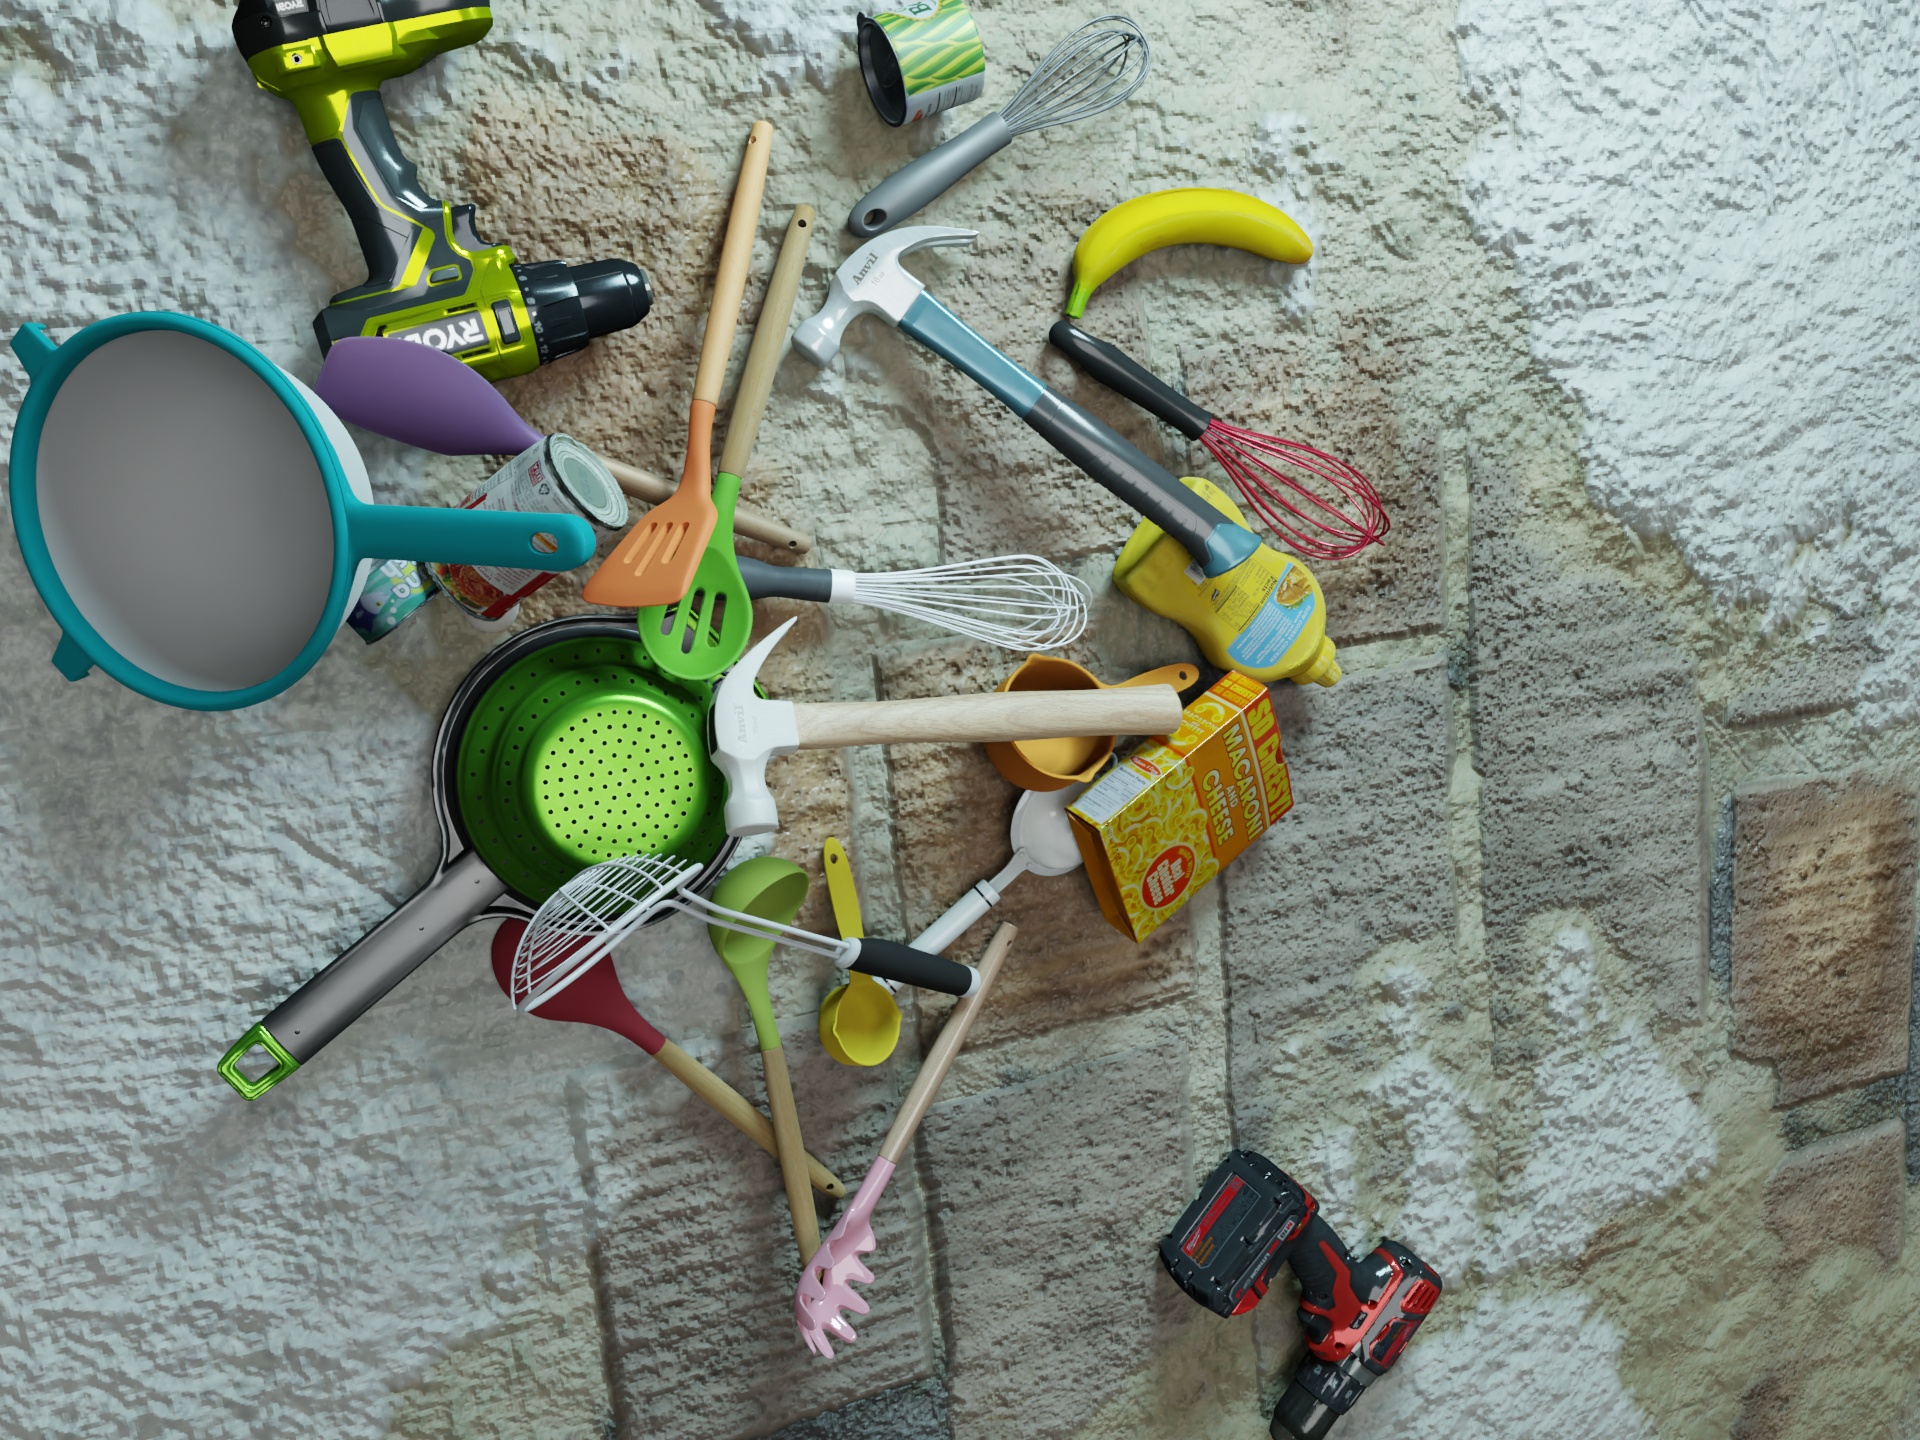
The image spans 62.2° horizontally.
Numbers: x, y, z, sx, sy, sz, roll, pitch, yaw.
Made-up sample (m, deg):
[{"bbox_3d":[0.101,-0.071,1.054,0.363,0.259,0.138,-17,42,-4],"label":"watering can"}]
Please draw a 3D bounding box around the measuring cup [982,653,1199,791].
[{"bbox_3d":[0.091,-0.006,1.118,0.173,0.052,0.095,-18,80,-32],"label":"measuring cup"}]

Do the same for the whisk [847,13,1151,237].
[{"bbox_3d":[0.026,-0.382,1.034,0.239,0.055,0.055,-35,110,-6],"label":"whisk"}]

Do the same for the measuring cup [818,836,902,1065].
[{"bbox_3d":[-0.081,0.159,1.089,0.062,0.029,0.156,-4,79,-45],"label":"measuring cup"}]

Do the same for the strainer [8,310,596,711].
[{"bbox_3d":[-0.340,-0.111,0.859,0.340,0.095,0.211,5,106,13],"label":"strainer"}]

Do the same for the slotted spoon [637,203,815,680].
[{"bbox_3d":[-0.135,-0.175,0.990,0.070,0.031,0.314,16,82,-13],"label":"slotted spoon"}]

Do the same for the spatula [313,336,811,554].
[{"bbox_3d":[-0.224,-0.156,0.959,0.315,0.018,0.059,18,113,-34],"label":"spatula"}]

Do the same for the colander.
[{"bbox_3d":[-0.275,0.088,0.955,0.397,0.094,0.204,-42,105,-14],"label":"colander"}]

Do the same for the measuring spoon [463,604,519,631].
[{"bbox_3d":[-0.262,-0.106,0.986,0.034,0.018,0.124,40,84,-22],"label":"measuring spoon"}]

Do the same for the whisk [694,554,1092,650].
[{"bbox_3d":[-0.048,-0.086,1.052,0.284,0.070,0.070,4,98,-16],"label":"whisk"}]

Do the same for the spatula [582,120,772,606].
[{"bbox_3d":[-0.156,-0.217,0.960,0.041,0.081,0.323,24,73,-56],"label":"spatula"}]

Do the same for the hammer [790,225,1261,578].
[{"bbox_3d":[0.059,-0.200,1.047,0.331,0.033,0.128,35,86,-10],"label":"hammer"}]

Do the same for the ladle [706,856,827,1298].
[{"bbox_3d":[-0.115,0.246,1.073,0.078,0.062,0.320,-22,106,-50],"label":"ladle"}]

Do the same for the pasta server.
[{"bbox_3d":[-0.032,0.284,1.106,0.316,0.040,0.060,-61,142,-14],"label":"pasta server"}]

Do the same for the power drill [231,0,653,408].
[{"bbox_3d":[-0.294,-0.306,0.909,0.190,0.080,0.228,-19,109,-15],"label":"power drill"}]

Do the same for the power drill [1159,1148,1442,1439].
[{"bbox_3d":[0.261,0.465,1.257,0.226,0.080,0.188,40,85,-25],"label":"power drill"}]

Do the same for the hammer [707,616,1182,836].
[{"bbox_3d":[-0.002,-0.003,1.022,0.331,0.031,0.130,-3,74,-27],"label":"hammer"}]

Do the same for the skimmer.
[{"bbox_3d":[-0.108,0.157,0.980,0.127,0.090,0.363,-40,139,26],"label":"skimmer"}]

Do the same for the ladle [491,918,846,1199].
[{"bbox_3d":[-0.187,0.235,1.073,0.069,0.031,0.315,-48,113,-8],"label":"ladle"}]

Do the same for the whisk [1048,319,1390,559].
[{"bbox_3d":[0.184,-0.196,1.119,0.295,0.073,0.073,29,89,-18],"label":"whisk"}]

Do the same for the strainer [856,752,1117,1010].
[{"bbox_3d":[0.026,0.119,1.126,0.258,0.050,0.086,-41,124,-6],"label":"strainer"}]
